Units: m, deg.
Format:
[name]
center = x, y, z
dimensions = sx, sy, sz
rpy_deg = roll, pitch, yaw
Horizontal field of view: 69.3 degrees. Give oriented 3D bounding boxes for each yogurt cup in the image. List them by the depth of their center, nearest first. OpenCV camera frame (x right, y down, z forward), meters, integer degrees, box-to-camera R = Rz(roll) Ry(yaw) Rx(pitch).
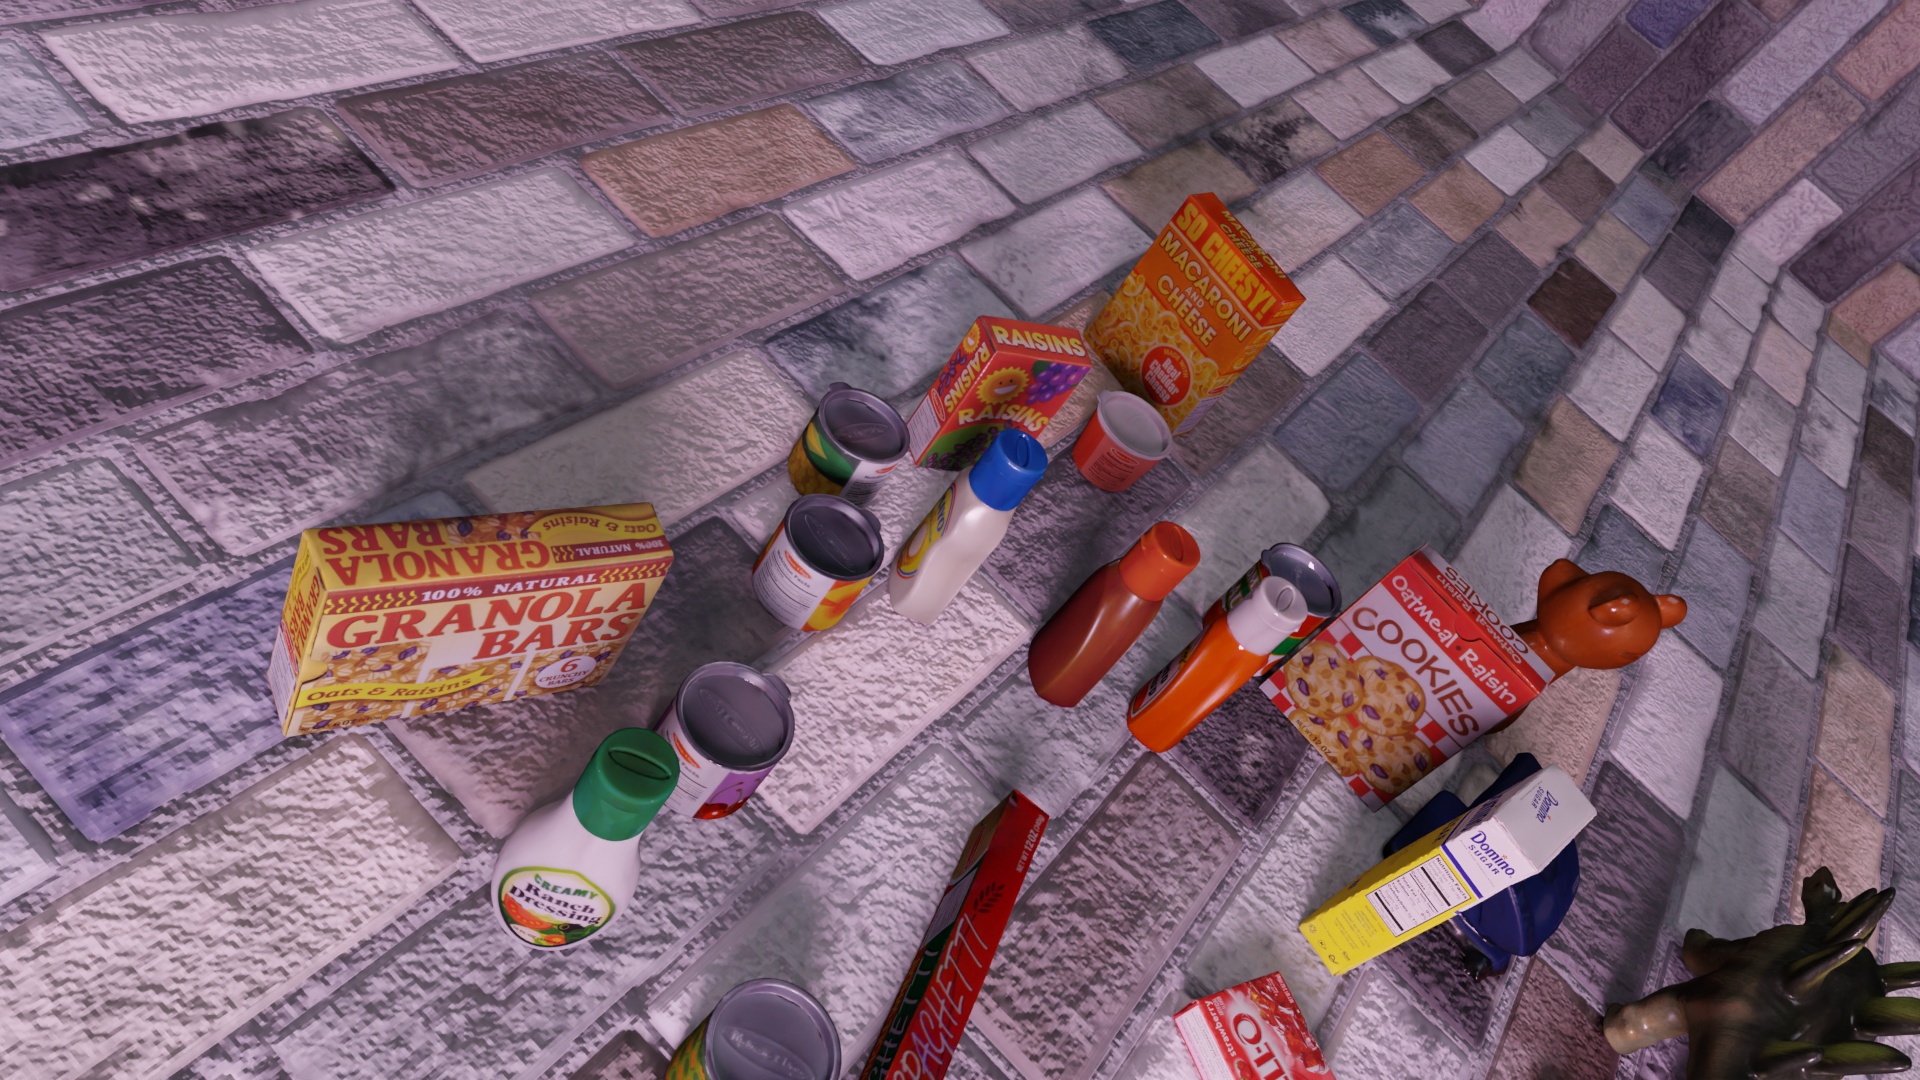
[yogurt cup]
center = 0.125, -0.075, 1.093
dimensions = 0.072, 0.053, 0.073
rpy_deg = 19, 44, -20

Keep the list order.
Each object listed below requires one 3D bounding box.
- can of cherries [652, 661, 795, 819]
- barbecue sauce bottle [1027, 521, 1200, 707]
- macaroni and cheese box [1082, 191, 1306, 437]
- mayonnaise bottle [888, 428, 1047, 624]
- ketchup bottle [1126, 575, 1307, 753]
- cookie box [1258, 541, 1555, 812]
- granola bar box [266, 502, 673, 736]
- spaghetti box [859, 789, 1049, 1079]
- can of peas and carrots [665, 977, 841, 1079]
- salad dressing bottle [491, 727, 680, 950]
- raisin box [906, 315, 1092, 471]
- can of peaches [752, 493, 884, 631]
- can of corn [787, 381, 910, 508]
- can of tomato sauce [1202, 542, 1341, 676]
[can of cherries]
center = -0.128, 0.107, 0.747
dimensions = 0.071, 0.058, 0.072
rpy_deg = 19, 44, -20
[barbecue sauce bottle]
center = 0.097, 0.045, 0.893
dimensions = 0.043, 0.147, 0.065
rpy_deg = 22, 43, -17
[macaroni and cheese box]
center = 0.190, -0.185, 1.154
dimensions = 0.040, 0.165, 0.124
rpy_deg = -18, 65, -44
[mayonnaise bottle]
center = 0.003, -0.011, 0.879
dimensions = 0.041, 0.147, 0.065
rpy_deg = 22, 44, -18
[ketchup bottle]
center = 0.169, 0.080, 0.912
dimensions = 0.043, 0.148, 0.065
rpy_deg = 40, 41, 2
[cookie box]
center = 0.309, 0.099, 0.979
dimensions = 0.123, 0.166, 0.040
rpy_deg = 49, 42, 12
[granola bar box]
center = -0.240, 0.038, 0.683
dimensions = 0.166, 0.123, 0.039
rpy_deg = -7, 58, -39
[spaghetti box]
center = -0.012, 0.235, 0.720
dimensions = 0.028, 0.050, 0.251
rpy_deg = 35, 41, -4
[can of peas and carrots]
center = -0.097, 0.247, 0.642
dimensions = 0.071, 0.058, 0.071
rpy_deg = 19, 44, -20
[salad dressing bottle]
center = -0.168, 0.135, 0.626
dimensions = 0.064, 0.147, 0.044
rpy_deg = 26, 43, -14
[raisin box]
center = 0.025, -0.102, 0.996
dimensions = 0.086, 0.122, 0.040
rpy_deg = 4, 51, -33
[can of peaches]
center = -0.087, 0.013, 0.861
dimensions = 0.071, 0.057, 0.071
rpy_deg = 19, 44, -20
[can of corn]
center = -0.077, -0.062, 0.936
dimensions = 0.071, 0.058, 0.071
rpy_deg = 19, 44, -20
[can of tomato sauce]
center = 0.228, 0.052, 1.029
dimensions = 0.071, 0.082, 0.071
rpy_deg = 19, 44, -20
